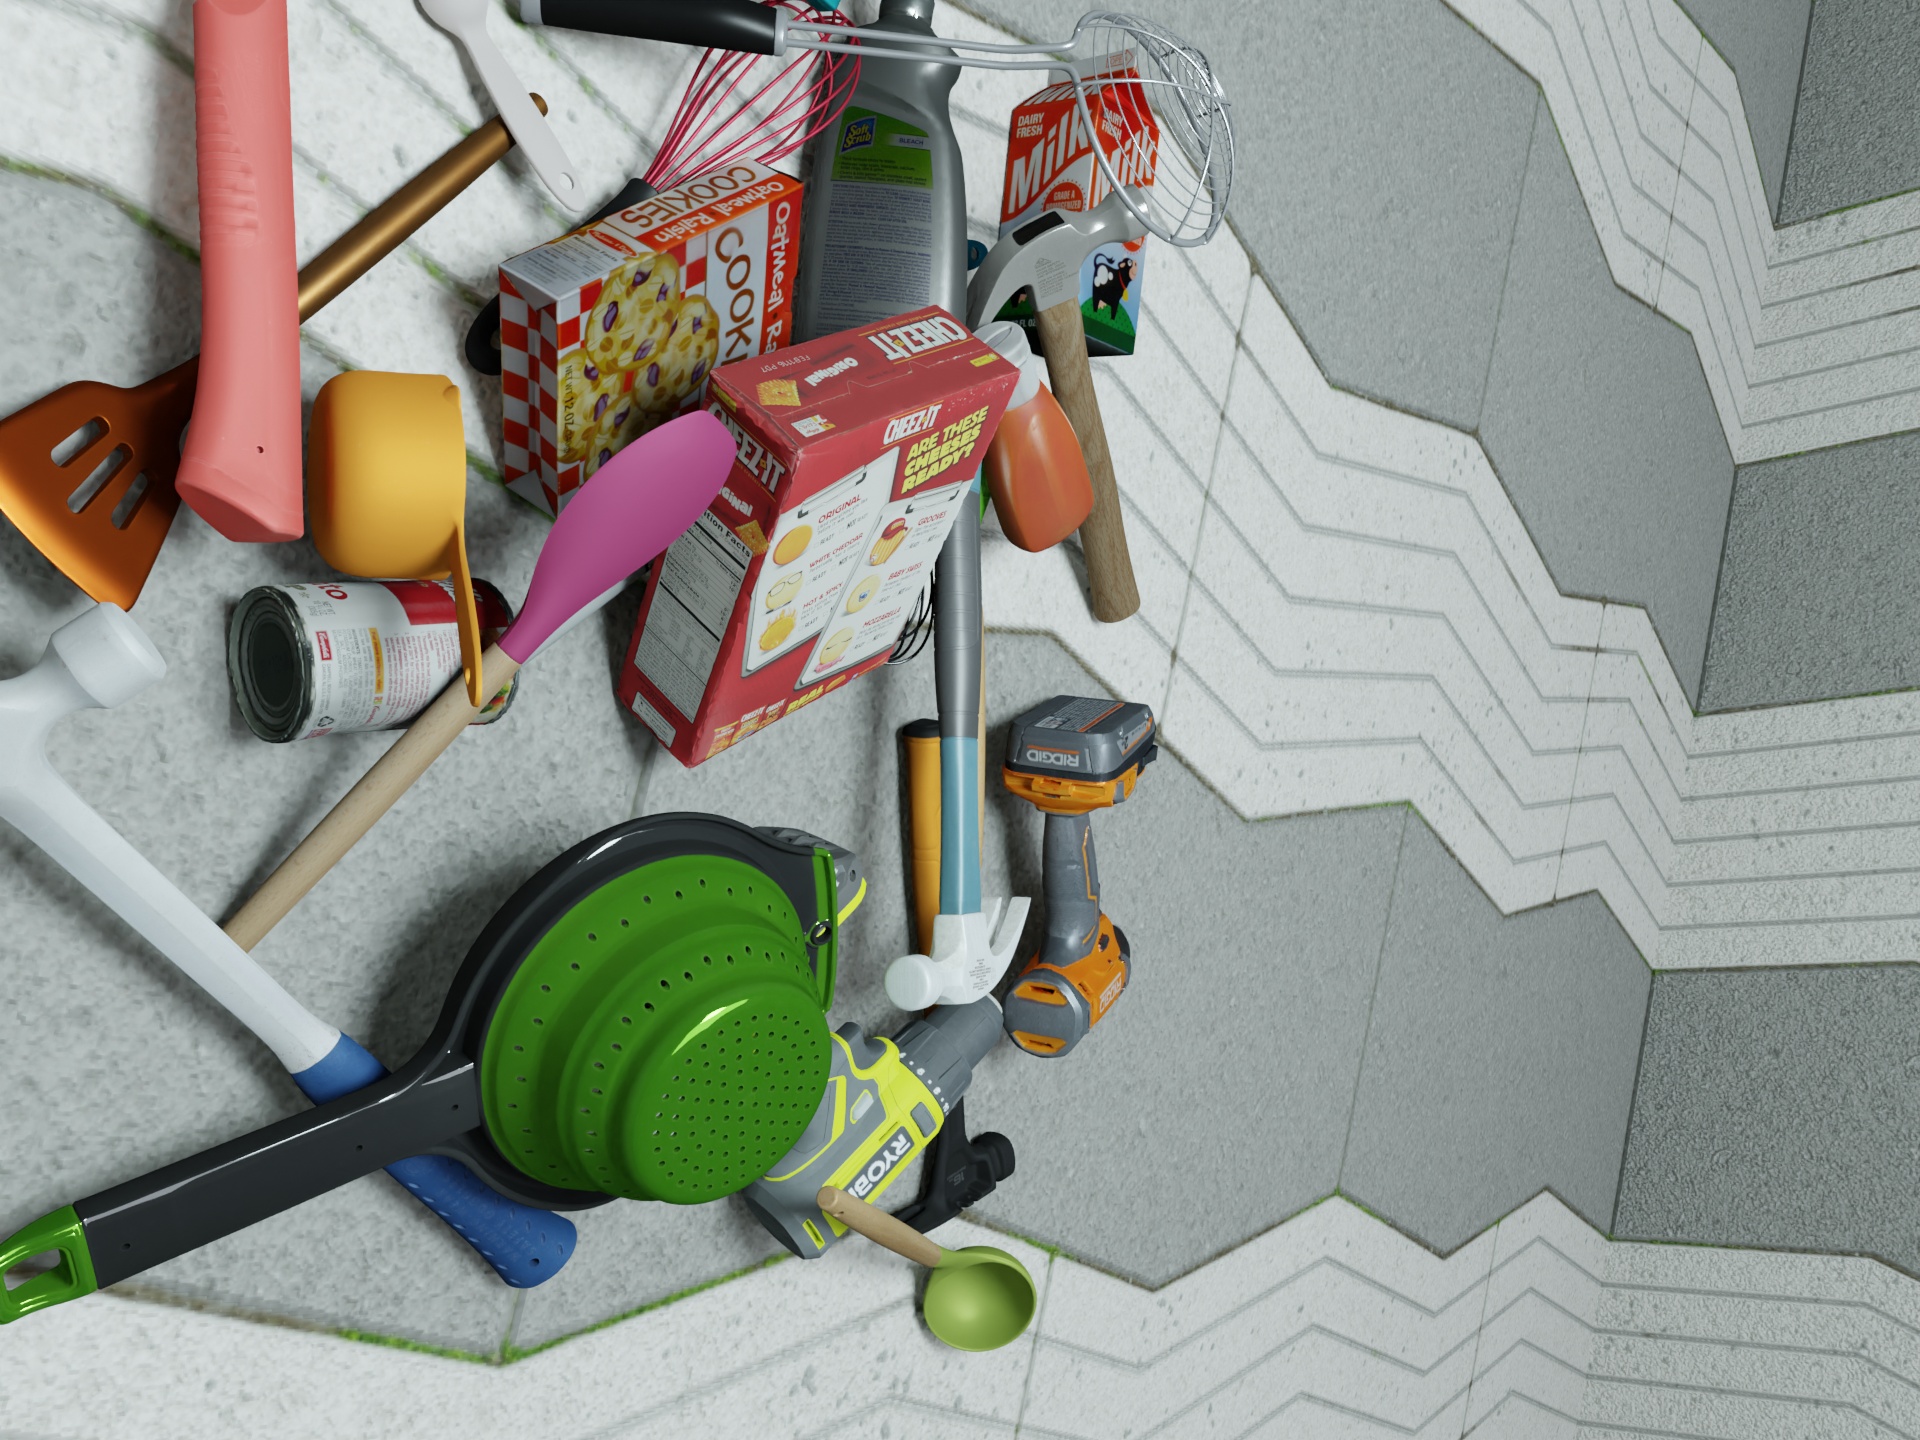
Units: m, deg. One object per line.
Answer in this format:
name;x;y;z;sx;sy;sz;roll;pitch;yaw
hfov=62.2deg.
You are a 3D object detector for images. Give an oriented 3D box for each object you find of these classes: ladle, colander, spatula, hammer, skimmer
ladle;-0.023;0.336;0.977;0.319;0.078;0.062;58;8;-58
colander;-0.189;0.174;0.684;0.397;0.095;0.204;-19;123;-37
spatula;-0.272;-0.179;0.669;0.323;0.041;0.080;-56;132;-31
hammer;-0.273;-0.250;0.626;0.149;0.037;0.359;-2;89;-50
skimmer;-0.031;-0.314;0.797;0.090;0.363;0.127;112;-20;-66
hammer;-0.288;0.138;0.678;0.144;0.035;0.405;-37;131;-12
hammer;-0.018;0.166;1.038;0.127;0.034;0.336;-17;108;-50
hammer;-0.001;-0.003;0.927;0.128;0.033;0.331;10;78;-62
hammer;0.078;-0.183;1.043;0.130;0.031;0.331;-23;139;-5

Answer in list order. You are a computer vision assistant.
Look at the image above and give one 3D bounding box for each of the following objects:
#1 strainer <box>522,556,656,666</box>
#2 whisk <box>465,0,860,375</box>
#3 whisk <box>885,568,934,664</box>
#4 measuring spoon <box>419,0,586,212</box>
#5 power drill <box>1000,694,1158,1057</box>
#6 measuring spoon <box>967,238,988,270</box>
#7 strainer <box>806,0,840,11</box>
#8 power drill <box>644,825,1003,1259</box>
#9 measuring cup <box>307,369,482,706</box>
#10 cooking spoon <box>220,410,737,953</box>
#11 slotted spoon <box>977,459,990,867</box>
strainer;-0.159;-0.092;0.813;0.050;0.087;0.258;49;61;-4
whisk;-0.144;-0.273;0.798;0.296;0.073;0.073;-53;133;-24
whisk;-0.030;-0.150;0.966;0.055;0.055;0.239;18;77;-50
measuring spoon;-0.205;-0.292;0.729;0.034;0.018;0.124;-46;114;-41
power drill;0.085;0.101;1.113;0.164;0.084;0.226;-28;122;-64
measuring spoon;-0.018;-0.283;0.978;0.128;0.021;0.042;-26;115;-45
strainer;-0.033;-0.521;0.869;0.340;0.095;0.210;-44;129;-40
power drill;-0.074;0.174;0.917;0.190;0.080;0.228;-43;127;-25
measuring cup;-0.229;-0.071;0.642;0.052;0.174;0.095;0;138;-29
cooking spoon;-0.210;-0.010;0.678;0.319;0.017;0.068;-46;154;-1
slotted spoon;0.007;-0.051;1.036;0.070;0.031;0.313;-61;152;-74
